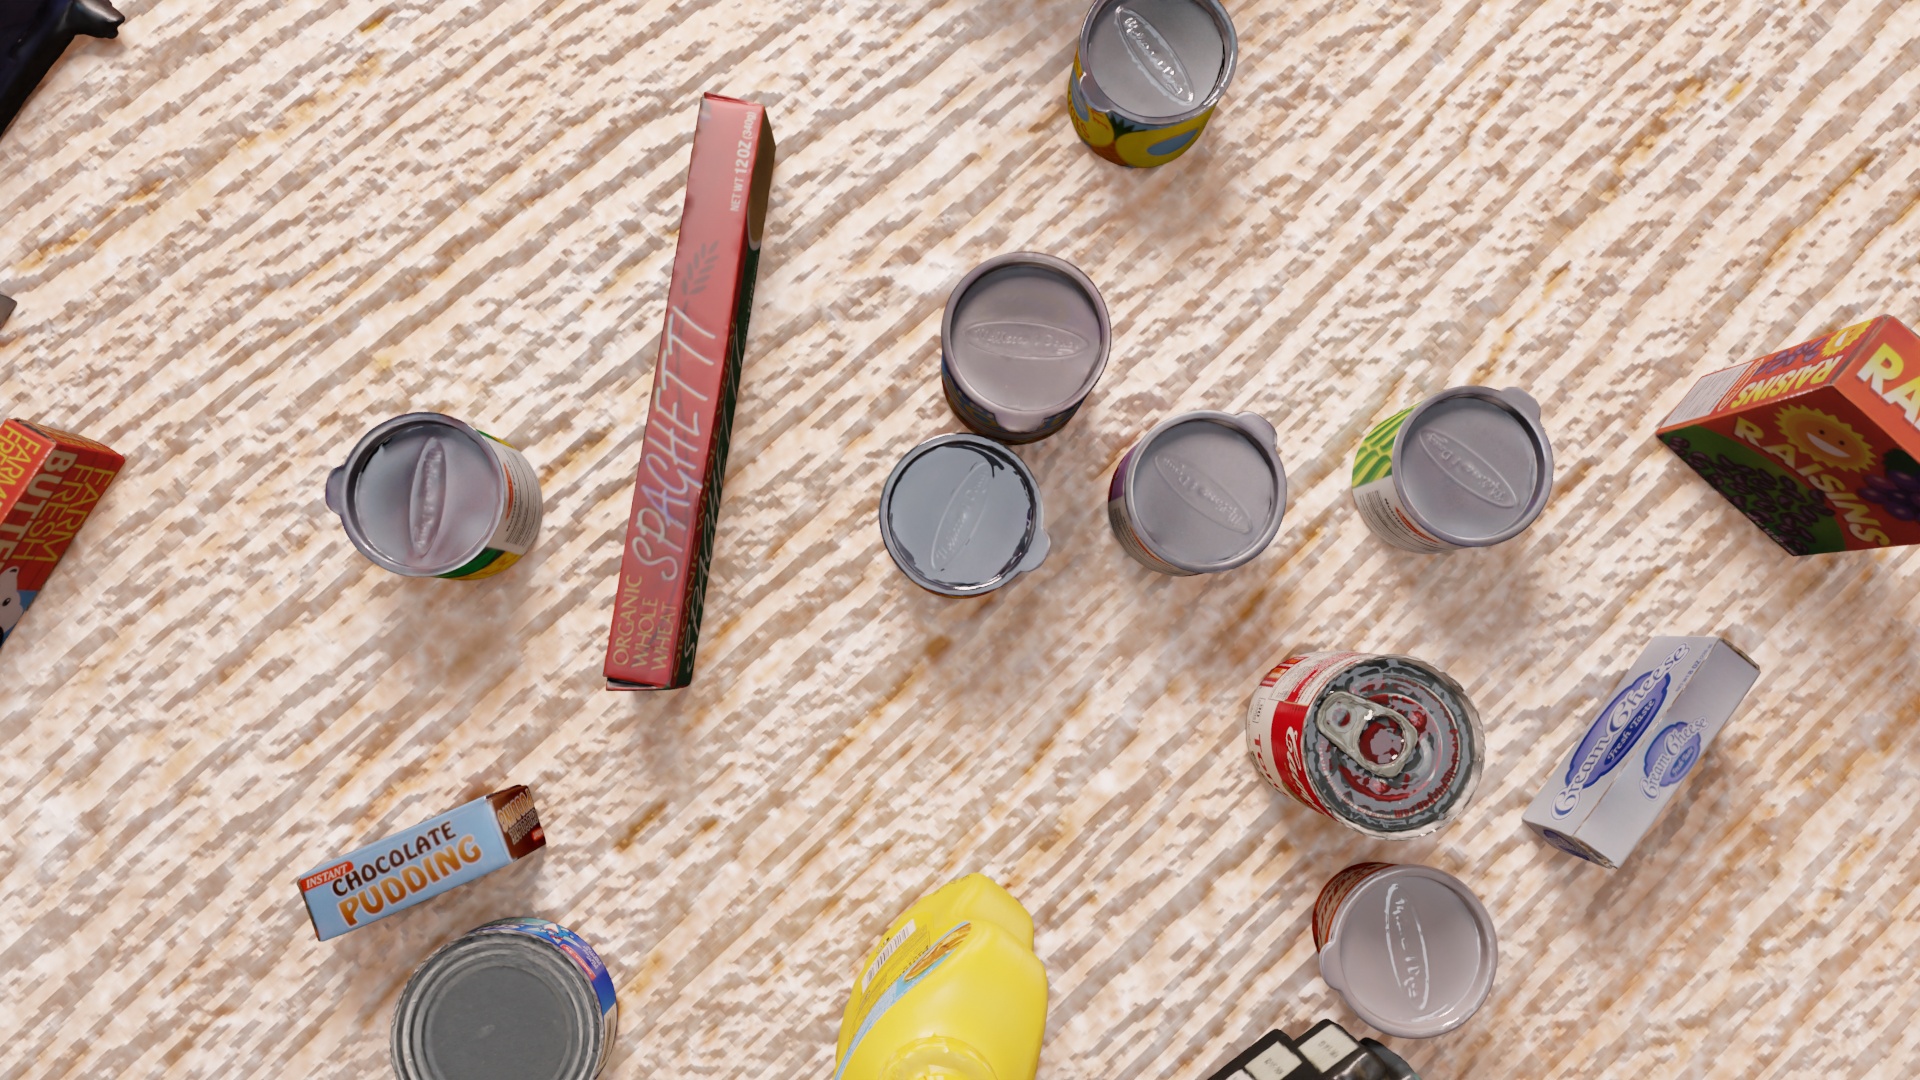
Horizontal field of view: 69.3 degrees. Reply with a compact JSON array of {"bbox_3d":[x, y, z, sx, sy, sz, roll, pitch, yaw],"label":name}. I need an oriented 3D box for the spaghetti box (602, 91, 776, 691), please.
[{"bbox_3d":[-0.113,-0.060,0.588,0.029,0.050,0.250,8,85,0],"label":"spaghetti box"}]

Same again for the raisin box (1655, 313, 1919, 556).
[{"bbox_3d":[0.354,-0.038,0.559,0.086,0.123,0.040,43,86,2],"label":"raisin box"}]

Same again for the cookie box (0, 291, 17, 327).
[{"bbox_3d":[-0.459,-0.068,0.522,0.040,0.167,0.123,31,86,1],"label":"cookie box"}]

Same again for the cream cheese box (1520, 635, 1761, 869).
[{"bbox_3d":[0.284,0.087,0.583,0.024,0.053,0.104,38,86,2],"label":"cream cheese box"}]

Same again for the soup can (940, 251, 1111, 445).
[{"bbox_3d":[0.024,-0.074,0.575,0.071,0.083,0.071,0,86,-1],"label":"soup can"}]

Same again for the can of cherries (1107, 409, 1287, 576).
[{"bbox_3d":[0.100,-0.020,0.585,0.071,0.058,0.071,0,86,-1],"label":"can of cherries"}]

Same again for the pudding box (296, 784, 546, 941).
[{"bbox_3d":[-0.219,0.131,0.571,0.084,0.049,0.030,-23,87,-3],"label":"pudding box"}]

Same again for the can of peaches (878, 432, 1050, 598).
[{"bbox_3d":[0.002,-0.007,0.582,0.071,0.058,0.071,0,86,-1],"label":"can of peaches"}]

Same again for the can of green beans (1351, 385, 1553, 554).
[{"bbox_3d":[0.206,-0.028,0.588,0.071,0.058,0.071,0,86,-1],"label":"can of green beans"}]

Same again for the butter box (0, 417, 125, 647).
[{"bbox_3d":[-0.398,0.000,0.576,0.024,0.053,0.103,31,86,1],"label":"butter box"}]

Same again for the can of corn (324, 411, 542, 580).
[{"bbox_3d":[-0.217,-0.017,0.578,0.071,0.058,0.071,0,86,-1],"label":"can of corn"}]

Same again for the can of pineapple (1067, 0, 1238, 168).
[{"bbox_3d":[0.079,-0.201,0.599,0.071,0.058,0.071,0,86,-1],"label":"can of pineapple"}]

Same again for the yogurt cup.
[{"bbox_3d":[0.179,0.165,0.574,0.072,0.054,0.072,0,86,-1],"label":"yogurt cup"}]
